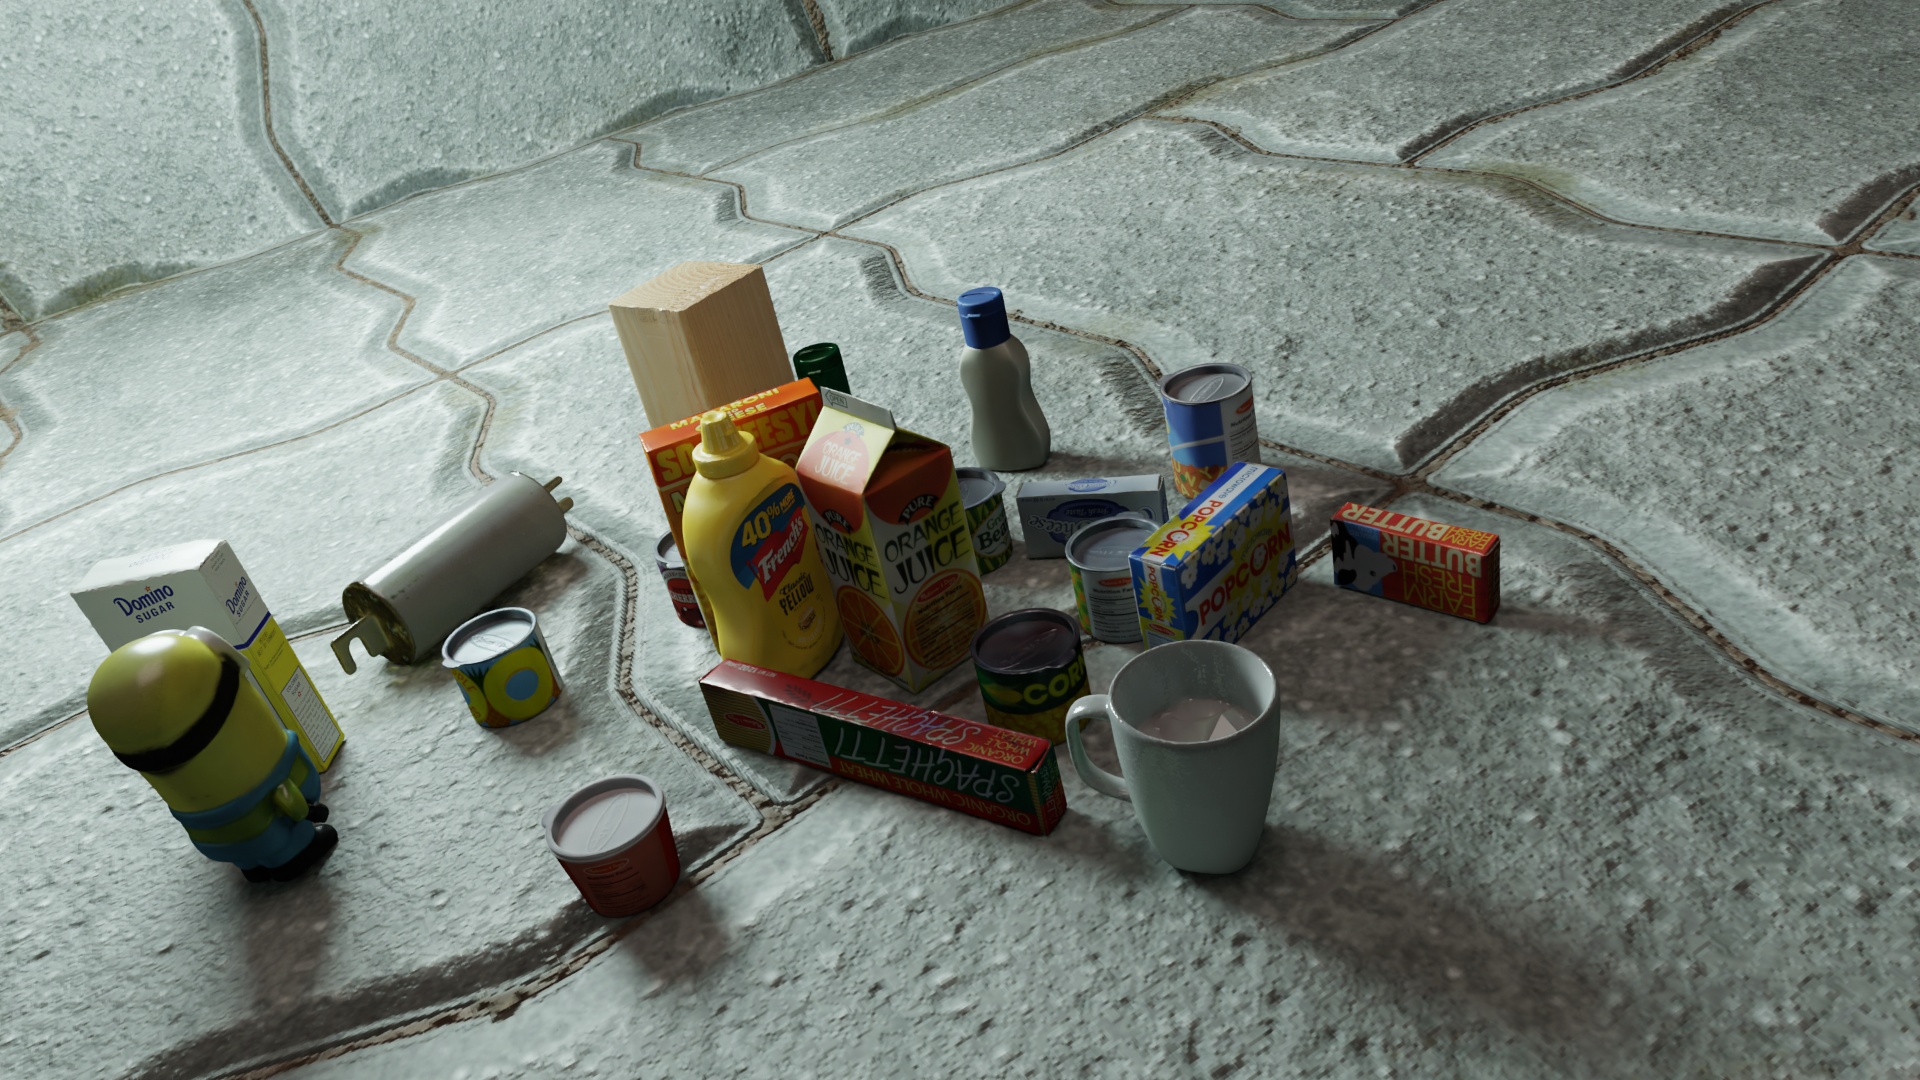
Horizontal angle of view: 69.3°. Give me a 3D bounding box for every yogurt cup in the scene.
[{"bbox_3d":[-0.191,0.173,0.780,0.072,0.053,0.073,-10,30,6],"label":"yogurt cup"}]

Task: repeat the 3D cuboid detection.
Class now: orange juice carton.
[{"bbox_3d":[-0.044,-0.006,0.886,0.073,0.191,0.072,-32,35,-29],"label":"orange juice carton"}]

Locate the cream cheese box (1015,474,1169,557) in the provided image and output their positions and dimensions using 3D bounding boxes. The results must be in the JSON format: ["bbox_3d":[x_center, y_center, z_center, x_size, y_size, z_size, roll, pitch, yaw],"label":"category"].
[{"bbox_3d":[0.095,-0.016,0.987,0.104,0.053,0.024,-3,31,18],"label":"cream cheese box"}]

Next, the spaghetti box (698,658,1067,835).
[{"bbox_3d":[-0.051,0.119,0.820,0.250,0.050,0.029,9,37,34],"label":"spaghetti box"}]

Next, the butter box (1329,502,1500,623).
[{"bbox_3d":[0.282,0.013,0.862,0.103,0.053,0.024,16,41,41],"label":"butter box"}]

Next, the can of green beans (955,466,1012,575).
[{"bbox_3d":[0.002,-0.013,1.014,0.071,0.057,0.071,-10,30,6],"label":"can of green beans"}]

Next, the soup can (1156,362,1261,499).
[{"bbox_3d":[0.184,-0.081,1.029,0.071,0.083,0.072,-10,30,6],"label":"soup can"}]

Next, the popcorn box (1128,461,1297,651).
[{"bbox_3d":[0.161,0.017,0.871,0.038,0.084,0.127,16,41,41],"label":"popcorn box"}]

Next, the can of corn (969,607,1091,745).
[{"bbox_3d":[0.045,0.083,0.833,0.071,0.058,0.071,-10,30,6],"label":"can of corn"}]

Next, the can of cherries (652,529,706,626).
[{"bbox_3d":[-0.189,0.024,1.028,0.071,0.058,0.072,-10,30,6],"label":"can of cherries"}]

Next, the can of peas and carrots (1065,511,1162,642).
[{"bbox_3d":[0.106,0.024,0.909,0.071,0.058,0.071,-10,30,6],"label":"can of peas and carrots"}]

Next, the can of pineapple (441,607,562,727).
[{"bbox_3d":[-0.321,0.089,0.970,0.071,0.057,0.071,-10,30,6],"label":"can of pineapple"}]

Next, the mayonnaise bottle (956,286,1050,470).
[{"bbox_3d":[0.030,-0.127,1.106,0.065,0.147,0.041,-1,32,22],"label":"mayonnaise bottle"}]

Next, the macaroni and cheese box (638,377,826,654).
[{"bbox_3d":[-0.138,-0.016,0.968,0.124,0.165,0.040,-21,30,-12],"label":"macaroni and cheese box"}]

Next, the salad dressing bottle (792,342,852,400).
[{"bbox_3d":[-0.093,-0.080,1.076,0.064,0.147,0.044,-8,30,10],"label":"salad dressing bottle"}]
